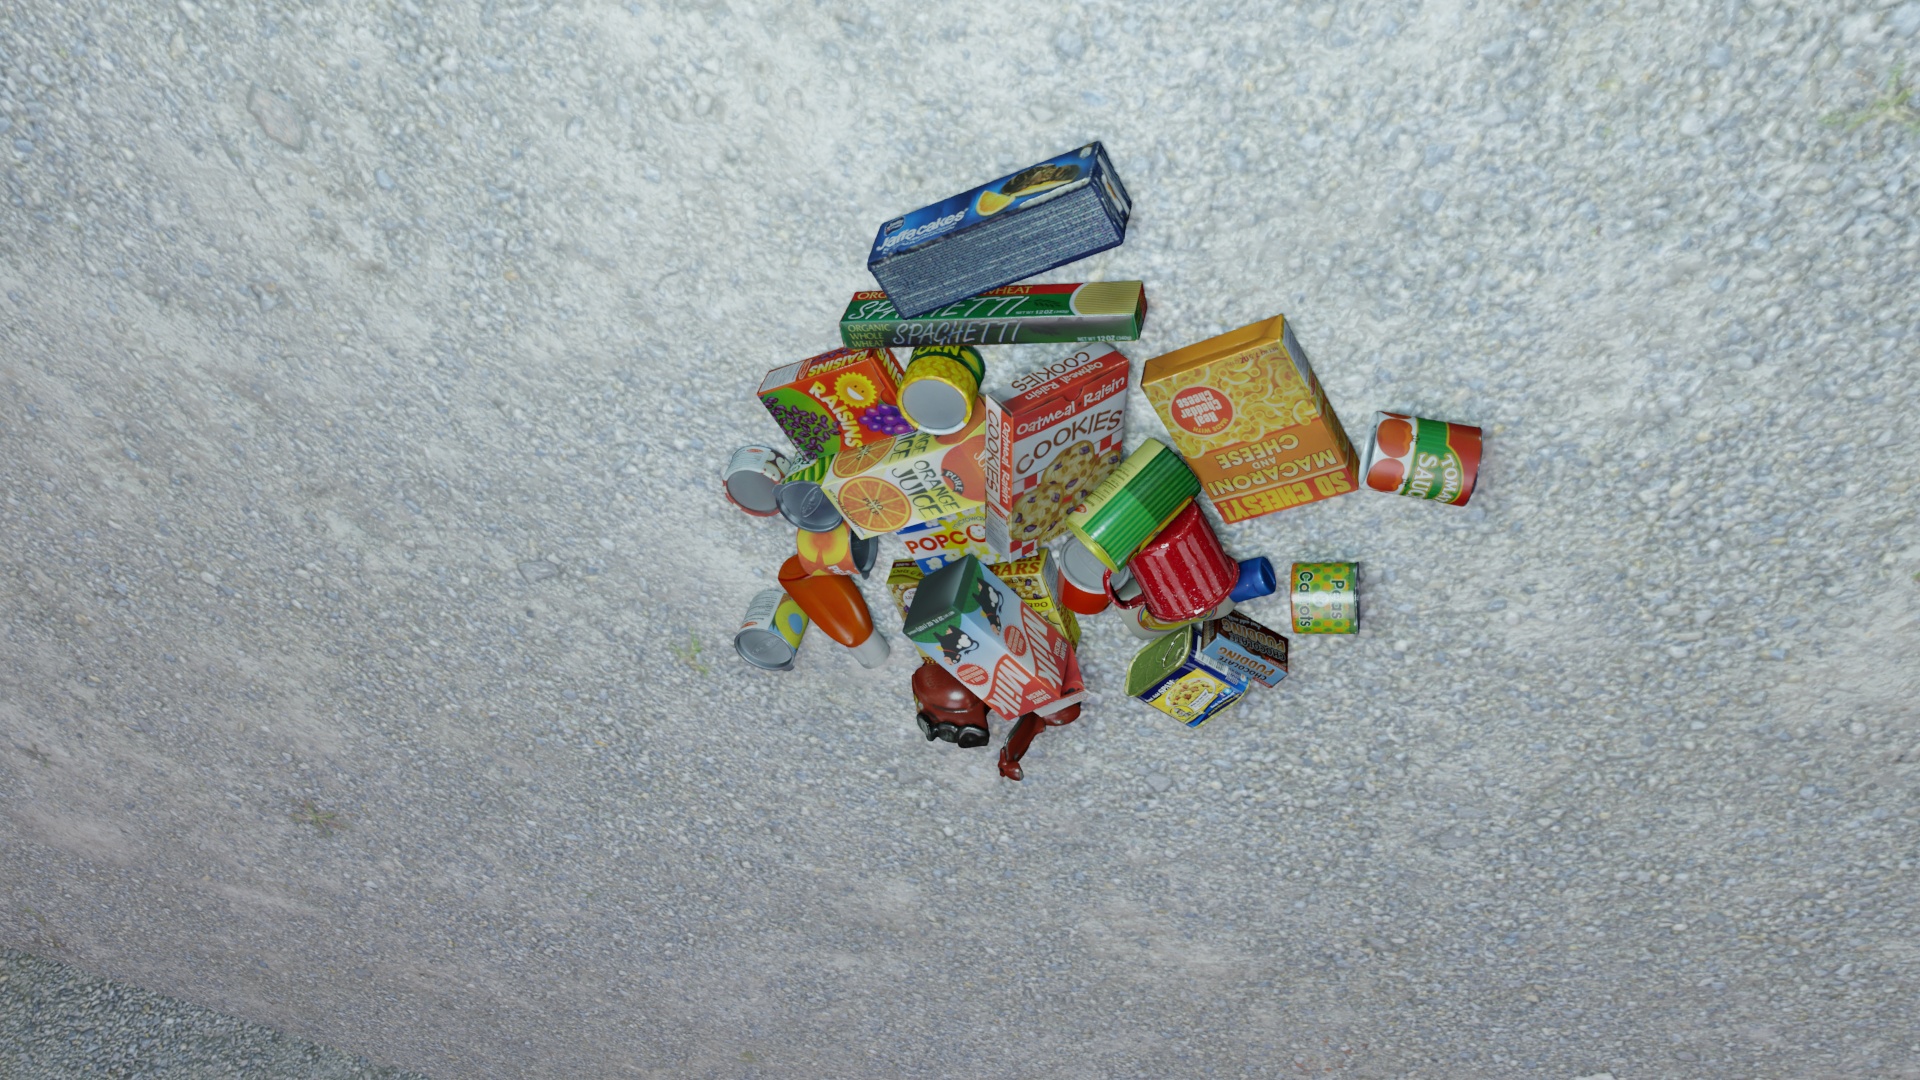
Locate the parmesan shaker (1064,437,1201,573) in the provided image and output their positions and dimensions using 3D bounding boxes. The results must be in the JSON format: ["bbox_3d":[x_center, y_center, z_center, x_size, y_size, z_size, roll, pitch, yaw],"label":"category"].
[{"bbox_3d":[0.149,-0.030,1.192,0.103,0.071,0.071,-44,118,-3],"label":"parmesan shaker"}]

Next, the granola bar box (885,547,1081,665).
[{"bbox_3d":[0.023,0.069,1.390,0.165,0.039,0.123,-5,132,22],"label":"granola bar box"}]

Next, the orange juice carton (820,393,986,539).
[{"bbox_3d":[-0.021,-0.070,1.240,0.192,0.073,0.071,-15,127,29],"label":"orange juice carton"}]

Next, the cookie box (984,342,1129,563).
[{"bbox_3d":[0.080,-0.074,1.174,0.040,0.123,0.166,43,149,35],"label":"cookie box"}]

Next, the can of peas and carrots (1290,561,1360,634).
[{"bbox_3d":[0.330,0.052,1.257,0.059,0.071,0.070,-1,133,19],"label":"can of peas and carrots"}]

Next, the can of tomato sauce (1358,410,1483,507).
[{"bbox_3d":[0.372,-0.065,1.126,0.083,0.071,0.070,11,136,7],"label":"can of tomato sauce"}]

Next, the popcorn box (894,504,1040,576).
[{"bbox_3d":[0.005,-0.016,1.311,0.126,0.038,0.085,-12,129,27],"label":"popcorn box"}]

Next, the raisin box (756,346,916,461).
[{"bbox_3d":[-0.106,-0.125,1.236,0.123,0.040,0.086,-13,128,27],"label":"raisin box"}]

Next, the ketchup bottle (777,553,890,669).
[{"bbox_3d":[-0.125,0.074,1.438,0.064,0.044,0.148,-13,129,29],"label":"ketchup bottle"}]

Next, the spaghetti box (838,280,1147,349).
[{"bbox_3d":[0.024,-0.183,1.130,0.250,0.050,0.028,1,132,17],"label":"spaghetti box"}]

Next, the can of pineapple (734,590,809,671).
[{"bbox_3d":[-0.198,0.097,1.472,0.071,0.058,0.070,9,136,9],"label":"can of pineapple"}]

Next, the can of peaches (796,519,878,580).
[{"bbox_3d":[-0.119,0.003,1.346,0.058,0.071,0.071,-2,133,20],"label":"can of peaches"}]

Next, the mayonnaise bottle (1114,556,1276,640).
[{"bbox_3d":[0.222,0.051,1.309,0.148,0.041,0.064,-18,126,32],"label":"mayonnaise bottle"}]

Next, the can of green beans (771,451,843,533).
[{"bbox_3d":[-0.133,-0.050,1.305,0.071,0.058,0.071,9,136,9],"label":"can of green beans"}]

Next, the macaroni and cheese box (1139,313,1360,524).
[{"bbox_3d":[0.243,-0.097,1.156,0.123,0.040,0.166,-16,127,31],"label":"macaroni and cheese box"}]

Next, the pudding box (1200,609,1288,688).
[{"bbox_3d":[0.274,0.102,1.338,0.084,0.050,0.030,28,134,-11],"label":"pudding box"}]

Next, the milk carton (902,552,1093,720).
[{"bbox_3d":[0.041,0.106,1.338,0.072,0.074,0.190,-28,120,37],"label":"milk carton"}]

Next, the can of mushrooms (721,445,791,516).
[{"bbox_3d":[-0.193,-0.055,1.337,0.071,0.034,0.070,8,135,8],"label":"can of mushrooms"}]

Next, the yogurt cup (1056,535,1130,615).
[{"bbox_3d":[0.122,0.034,1.309,0.072,0.073,0.053,15,144,2],"label":"yogurt cup"}]

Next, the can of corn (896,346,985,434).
[{"bbox_3d":[-0.018,-0.134,1.185,0.071,0.058,0.070,8,136,8],"label":"can of corn"}]
